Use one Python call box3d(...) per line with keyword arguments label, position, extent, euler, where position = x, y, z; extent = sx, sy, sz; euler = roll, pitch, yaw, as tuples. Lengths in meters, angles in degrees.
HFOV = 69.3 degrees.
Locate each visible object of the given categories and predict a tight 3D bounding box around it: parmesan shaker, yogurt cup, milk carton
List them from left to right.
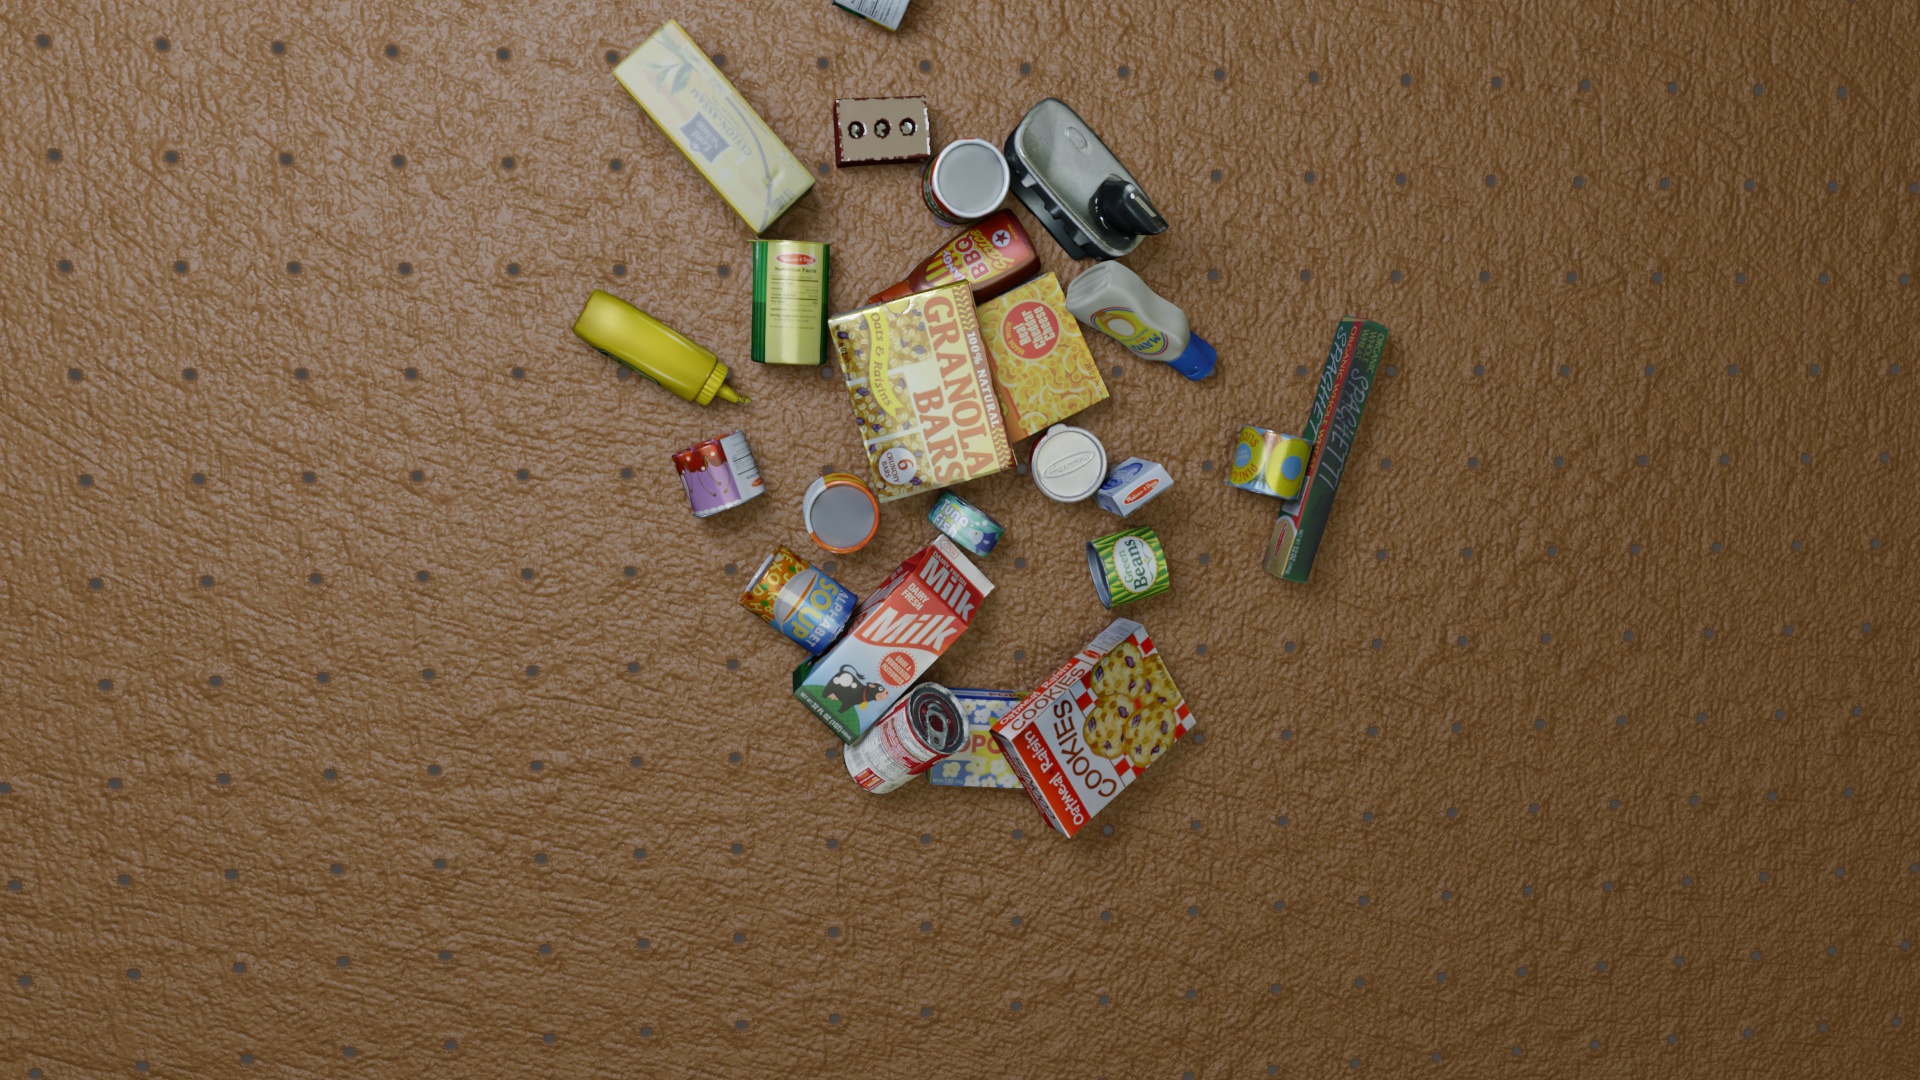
box3d(label="parmesan shaker", position=(-0.149, -0.204, 1.189), extent=(0.071, 0.071, 0.103), euler=(1, 100, -8))
box3d(label="milk carton", position=(-0.060, 0.085, 1.245), extent=(0.190, 0.073, 0.072), euler=(-44, 102, 0))
box3d(label="yogurt cup", position=(0.093, -0.071, 1.252), extent=(0.072, 0.054, 0.072), euler=(-1, 100, -8))

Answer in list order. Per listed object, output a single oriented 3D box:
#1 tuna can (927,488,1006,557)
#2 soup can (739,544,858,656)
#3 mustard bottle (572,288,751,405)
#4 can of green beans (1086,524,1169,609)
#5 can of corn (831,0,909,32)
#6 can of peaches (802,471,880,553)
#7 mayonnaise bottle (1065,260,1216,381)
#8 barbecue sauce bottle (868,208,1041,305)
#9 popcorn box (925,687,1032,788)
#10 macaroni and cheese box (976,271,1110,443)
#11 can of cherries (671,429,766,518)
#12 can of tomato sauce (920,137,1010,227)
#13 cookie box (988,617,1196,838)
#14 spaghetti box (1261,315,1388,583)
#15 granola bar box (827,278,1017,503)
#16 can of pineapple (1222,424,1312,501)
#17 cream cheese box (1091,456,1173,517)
box3d(label="tuna can", position=(0.004, -0.016, 1.239), extent=(0.071, 0.071, 0.033), euler=(34, 94, -12))
box3d(label="soup can", position=(-0.143, 0.053, 1.228), extent=(0.084, 0.071, 0.071), euler=(35, 93, -12))
box3d(label="mustard bottle", position=(-0.250, -0.156, 1.185), extent=(0.160, 0.065, 0.049), euler=(30, 90, -15))
box3d(label="can of green beans", position=(0.153, 0.024, 1.269), extent=(0.058, 0.071, 0.071), euler=(-16, 101, -5))
box3d(label="can of corn", position=(-0.068, -0.468, 1.161), extent=(0.058, 0.071, 0.071), euler=(22, 96, -12))
box3d(label="can of peaches", position=(-0.103, -0.025, 1.229), extent=(0.071, 0.058, 0.071), euler=(-1, 99, -8))
box3d(label="mayonnaise bottle", position=(0.165, -0.191, 1.229), extent=(0.148, 0.064, 0.041), euler=(28, 59, -30))
box3d(label="barbecue sauce bottle", position=(-0.007, -0.229, 1.214), extent=(0.148, 0.043, 0.065), euler=(-28, 73, -1))
box3d(label="popcorn box", position=(0.034, 0.184, 1.292), extent=(0.127, 0.038, 0.085), euler=(4, 97, -9))
box3d(label="macaroni and cheese box", position=(0.031, -0.148, 1.237), extent=(0.166, 0.040, 0.123), euler=(-27, 101, -4))
box3d(label="can of cherries", position=(-0.212, -0.058, 1.204), extent=(0.071, 0.071, 0.058), euler=(-21, 101, -4))
box3d(label="can of tomato sauce", position=(0.002, -0.304, 1.186), extent=(0.071, 0.083, 0.071), euler=(-1, 99, -8))
box3d(label="cookie box", position=(0.122, 0.170, 1.269), extent=(0.168, 0.040, 0.122), euler=(-39, 115, -18))
box3d(label="spaghetti box", position=(0.337, -0.084, 1.288), extent=(0.029, 0.050, 0.249), euler=(15, 96, -12))
box3d(label="granola bar box", position=(-0.032, -0.127, 1.189), extent=(0.124, 0.039, 0.165), euler=(-15, 103, 1))
box3d(label="can of pineapple", position=(0.282, -0.071, 1.273), extent=(0.071, 0.071, 0.057), euler=(12, 97, -10))
box3d(label="cream cheese box", position=(0.150, -0.048, 1.239), extent=(0.053, 0.104, 0.024), euler=(-34, 100, -2))
